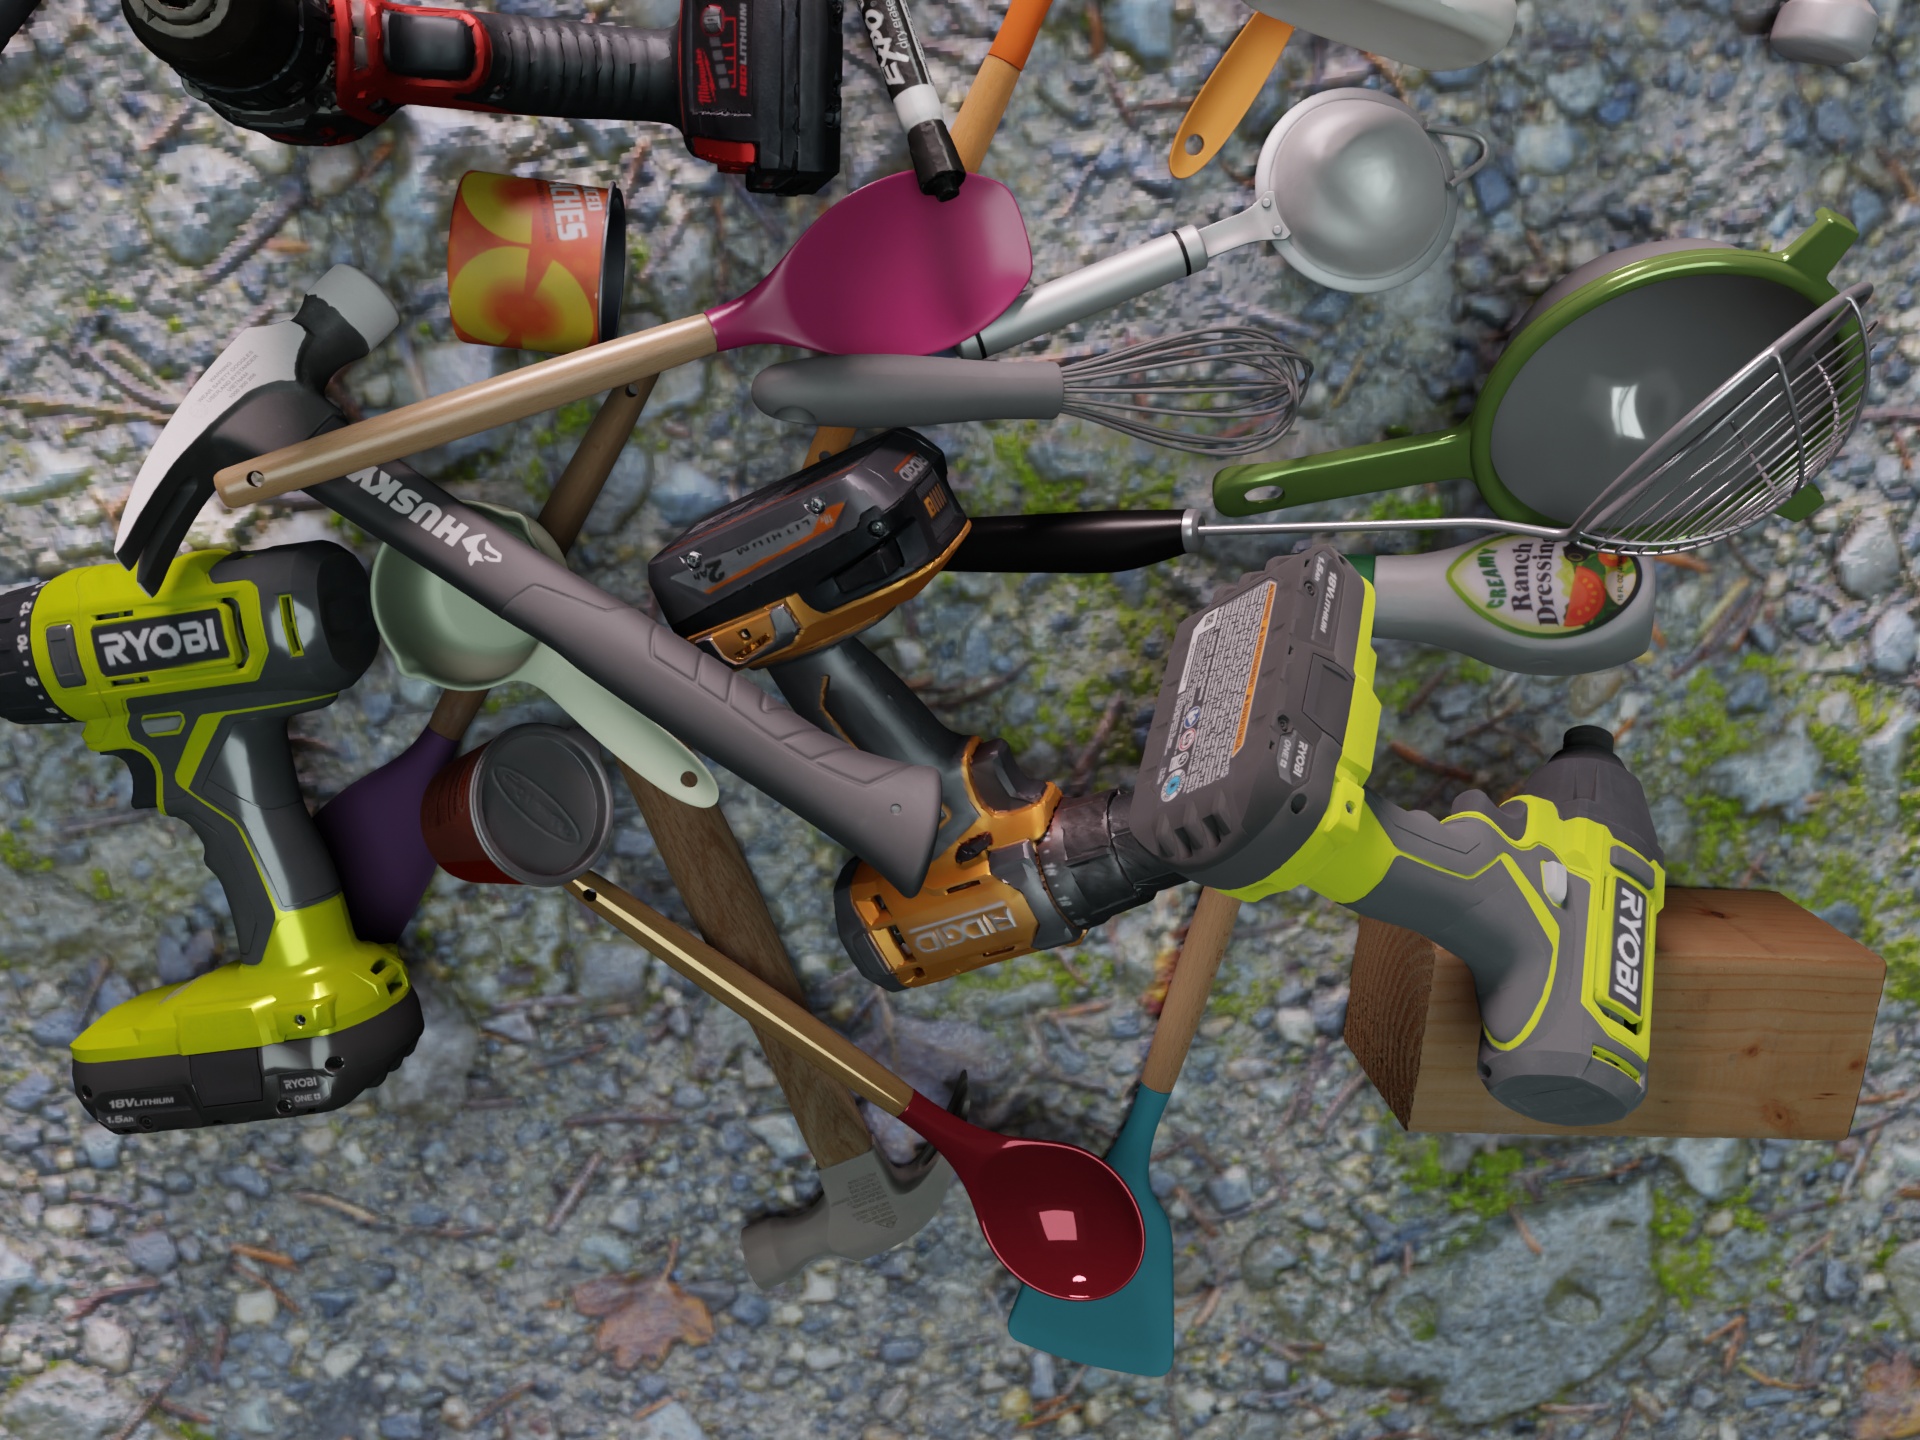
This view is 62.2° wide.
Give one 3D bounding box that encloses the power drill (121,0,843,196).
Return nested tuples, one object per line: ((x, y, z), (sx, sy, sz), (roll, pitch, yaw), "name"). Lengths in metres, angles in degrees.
((-0.155, -0.230, 0.545), (0.226, 0.188, 0.080), (0, 104, -9), "power drill")

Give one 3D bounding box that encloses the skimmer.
((0.151, -0.106, 0.621), (0.363, 0.127, 0.090), (0, 91, 20), "skimmer")

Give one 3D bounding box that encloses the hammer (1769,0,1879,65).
((0.198, -0.375, 0.612), (0.386, 0.038, 0.143), (12, 103, -8), "hammer")

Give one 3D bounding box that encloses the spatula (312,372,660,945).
((-0.212, -0.018, 0.683), (0.059, 0.018, 0.316), (30, 102, -13), "spatula")

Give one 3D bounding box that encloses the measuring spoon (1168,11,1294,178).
((0.120, -0.274, 0.649), (0.021, 0.011, 0.117), (29, 104, -17), "measuring spoon")

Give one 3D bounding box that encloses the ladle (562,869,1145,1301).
((-0.046, 0.158, 0.709), (0.315, 0.031, 0.069), (37, 96, -11), "ladle")

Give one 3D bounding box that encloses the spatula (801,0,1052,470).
((0.007, -0.237, 0.629), (0.081, 0.041, 0.322), (23, 104, -14), "spatula")

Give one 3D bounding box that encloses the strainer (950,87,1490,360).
((0.101, -0.194, 0.647), (0.258, 0.050, 0.087), (-22, 88, 1), "strainer")

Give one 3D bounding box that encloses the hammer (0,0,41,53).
((-0.323, -0.304, 0.586), (0.409, 0.036, 0.149), (-45, 106, 8), "hammer")

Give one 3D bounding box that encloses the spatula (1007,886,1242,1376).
((0.103, 0.154, 0.746), (0.082, 0.044, 0.317), (16, 102, -2), "spatula")

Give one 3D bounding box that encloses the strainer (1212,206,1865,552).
((0.233, -0.135, 0.673), (0.256, 0.069, 0.151), (-9, 138, 15), "strainer")

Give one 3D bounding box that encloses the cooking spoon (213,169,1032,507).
((-0.119, -0.139, 0.599), (0.319, 0.017, 0.068), (-22, 107, -13), "cooking spoon")

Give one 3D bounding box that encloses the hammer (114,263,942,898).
((-0.150, -0.036, 0.585), (0.335, 0.035, 0.146), (32, 68, 9), "hammer")

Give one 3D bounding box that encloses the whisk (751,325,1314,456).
((0.034, -0.131, 0.634), (0.239, 0.055, 0.055), (-4, 106, -19), "whisk")

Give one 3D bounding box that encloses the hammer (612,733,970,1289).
((-0.094, 0.102, 0.719), (0.130, 0.031, 0.331), (-22, 106, 1), "hammer")

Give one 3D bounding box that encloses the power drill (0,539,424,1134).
((-0.325, 0.046, 0.656), (0.190, 0.080, 0.228), (-8, 101, 5), "power drill")

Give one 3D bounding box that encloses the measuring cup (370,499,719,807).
((-0.161, -0.023, 0.648), (0.167, 0.038, 0.083), (40, 101, -2), "measuring cup")

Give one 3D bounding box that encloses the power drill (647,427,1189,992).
((-0.001, -0.002, 0.650), (0.185, 0.084, 0.226), (-20, 109, 26), "power drill")

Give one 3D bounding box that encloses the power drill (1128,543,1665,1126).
((0.184, 0.036, 0.622), (0.223, 0.080, 0.171), (31, 57, -20), "power drill")
